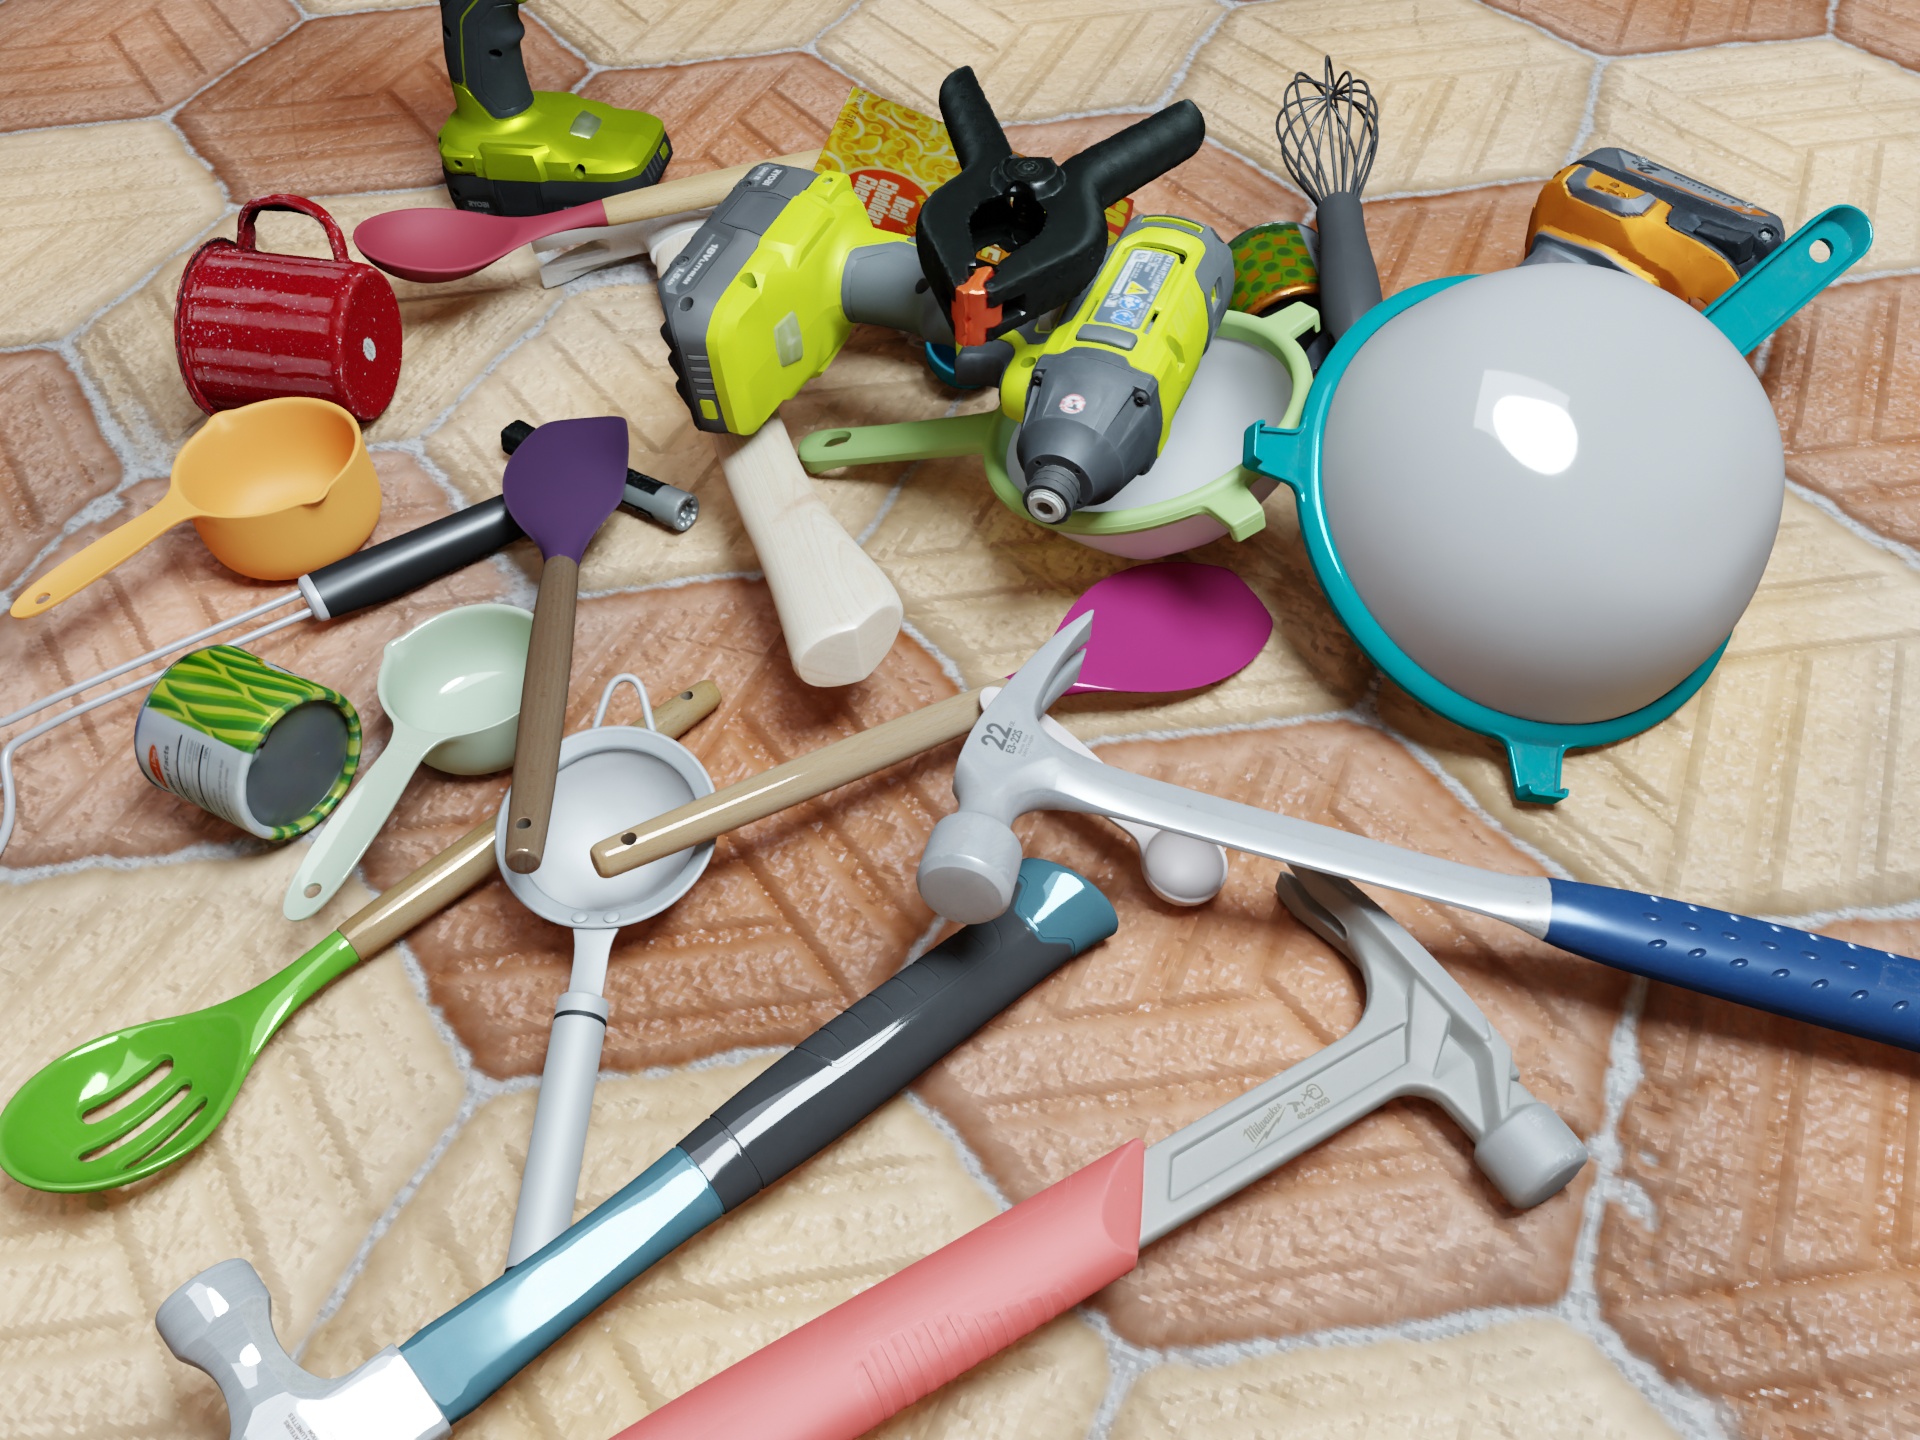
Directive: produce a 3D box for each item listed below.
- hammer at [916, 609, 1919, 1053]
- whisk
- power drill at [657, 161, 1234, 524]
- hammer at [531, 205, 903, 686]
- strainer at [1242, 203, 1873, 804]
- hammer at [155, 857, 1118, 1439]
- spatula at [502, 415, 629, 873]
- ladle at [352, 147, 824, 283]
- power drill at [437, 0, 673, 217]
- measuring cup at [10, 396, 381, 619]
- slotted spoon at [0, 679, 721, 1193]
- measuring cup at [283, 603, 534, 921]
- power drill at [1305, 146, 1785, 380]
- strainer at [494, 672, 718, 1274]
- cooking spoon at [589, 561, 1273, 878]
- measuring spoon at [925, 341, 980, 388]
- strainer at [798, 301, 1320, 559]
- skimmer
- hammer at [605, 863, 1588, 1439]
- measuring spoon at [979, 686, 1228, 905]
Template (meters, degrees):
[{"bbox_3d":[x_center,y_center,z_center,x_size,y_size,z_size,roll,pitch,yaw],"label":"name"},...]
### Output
[{"bbox_3d":[0.197,0.059,0.565,0.405,0.035,0.144,15,45,6],"label":"hammer"},{"bbox_3d":[0.186,-0.251,0.777,0.055,0.055,0.239,1,50,5],"label":"whisk"},{"bbox_3d":[-0.010,-0.167,0.697,0.223,0.080,0.171,15,54,18],"label":"power drill"},{"bbox_3d":[-0.118,-0.156,0.779,0.146,0.038,0.411,-16,45,-8],"label":"hammer"},{"bbox_3d":[0.296,-0.138,0.652,0.340,0.095,0.211,-38,88,-18],"label":"strainer"},{"bbox_3d":[-0.077,0.143,0.530,0.331,0.033,0.128,-33,73,-27],"label":"hammer"},{"bbox_3d":[-0.175,-0.050,0.681,0.060,0.018,0.316,-6,40,-4],"label":"spatula"},{"bbox_3d":[-0.170,-0.287,0.875,0.315,0.031,0.069,-15,49,-8],"label":"ladle"},{"bbox_3d":[-0.236,-0.396,0.890,0.190,0.228,0.080,6,50,9],"label":"power drill"},{"bbox_3d":[-0.354,-0.084,0.749,0.095,0.052,0.173,34,61,28],"label":"measuring cup"},{"bbox_3d":[-0.215,0.073,0.621,0.070,0.031,0.314,33,57,31],"label":"slotted spoon"},{"bbox_3d":[-0.222,0.022,0.658,0.083,0.038,0.168,14,54,15],"label":"measuring cup"},{"bbox_3d":[0.291,-0.173,0.765,0.226,0.084,0.164,-37,57,-20],"label":"power drill"},{"bbox_3d":[-0.139,0.101,0.584,0.087,0.050,0.259,1,55,2],"label":"strainer"},{"bbox_3d":[-0.001,-0.002,0.651,0.319,0.017,0.069,-22,62,-26],"label":"cooking spoon"},{"bbox_3d":[0.029,-0.208,0.855,0.042,0.021,0.128,44,54,13],"label":"measuring spoon"},{"bbox_3d":[0.044,-0.118,0.754,0.256,0.069,0.152,0,49,27],"label":"strainer"},{"bbox_3d":[-0.337,-0.035,0.680,0.363,0.090,0.127,-28,86,-22],"label":"skimmer"},{"bbox_3d":[0.020,0.161,0.500,0.359,0.036,0.149,-22,52,-23],"label":"hammer"},{"bbox_3d":[0.053,0.030,0.630,0.124,0.018,0.034,41,61,17],"label":"measuring spoon"}]
